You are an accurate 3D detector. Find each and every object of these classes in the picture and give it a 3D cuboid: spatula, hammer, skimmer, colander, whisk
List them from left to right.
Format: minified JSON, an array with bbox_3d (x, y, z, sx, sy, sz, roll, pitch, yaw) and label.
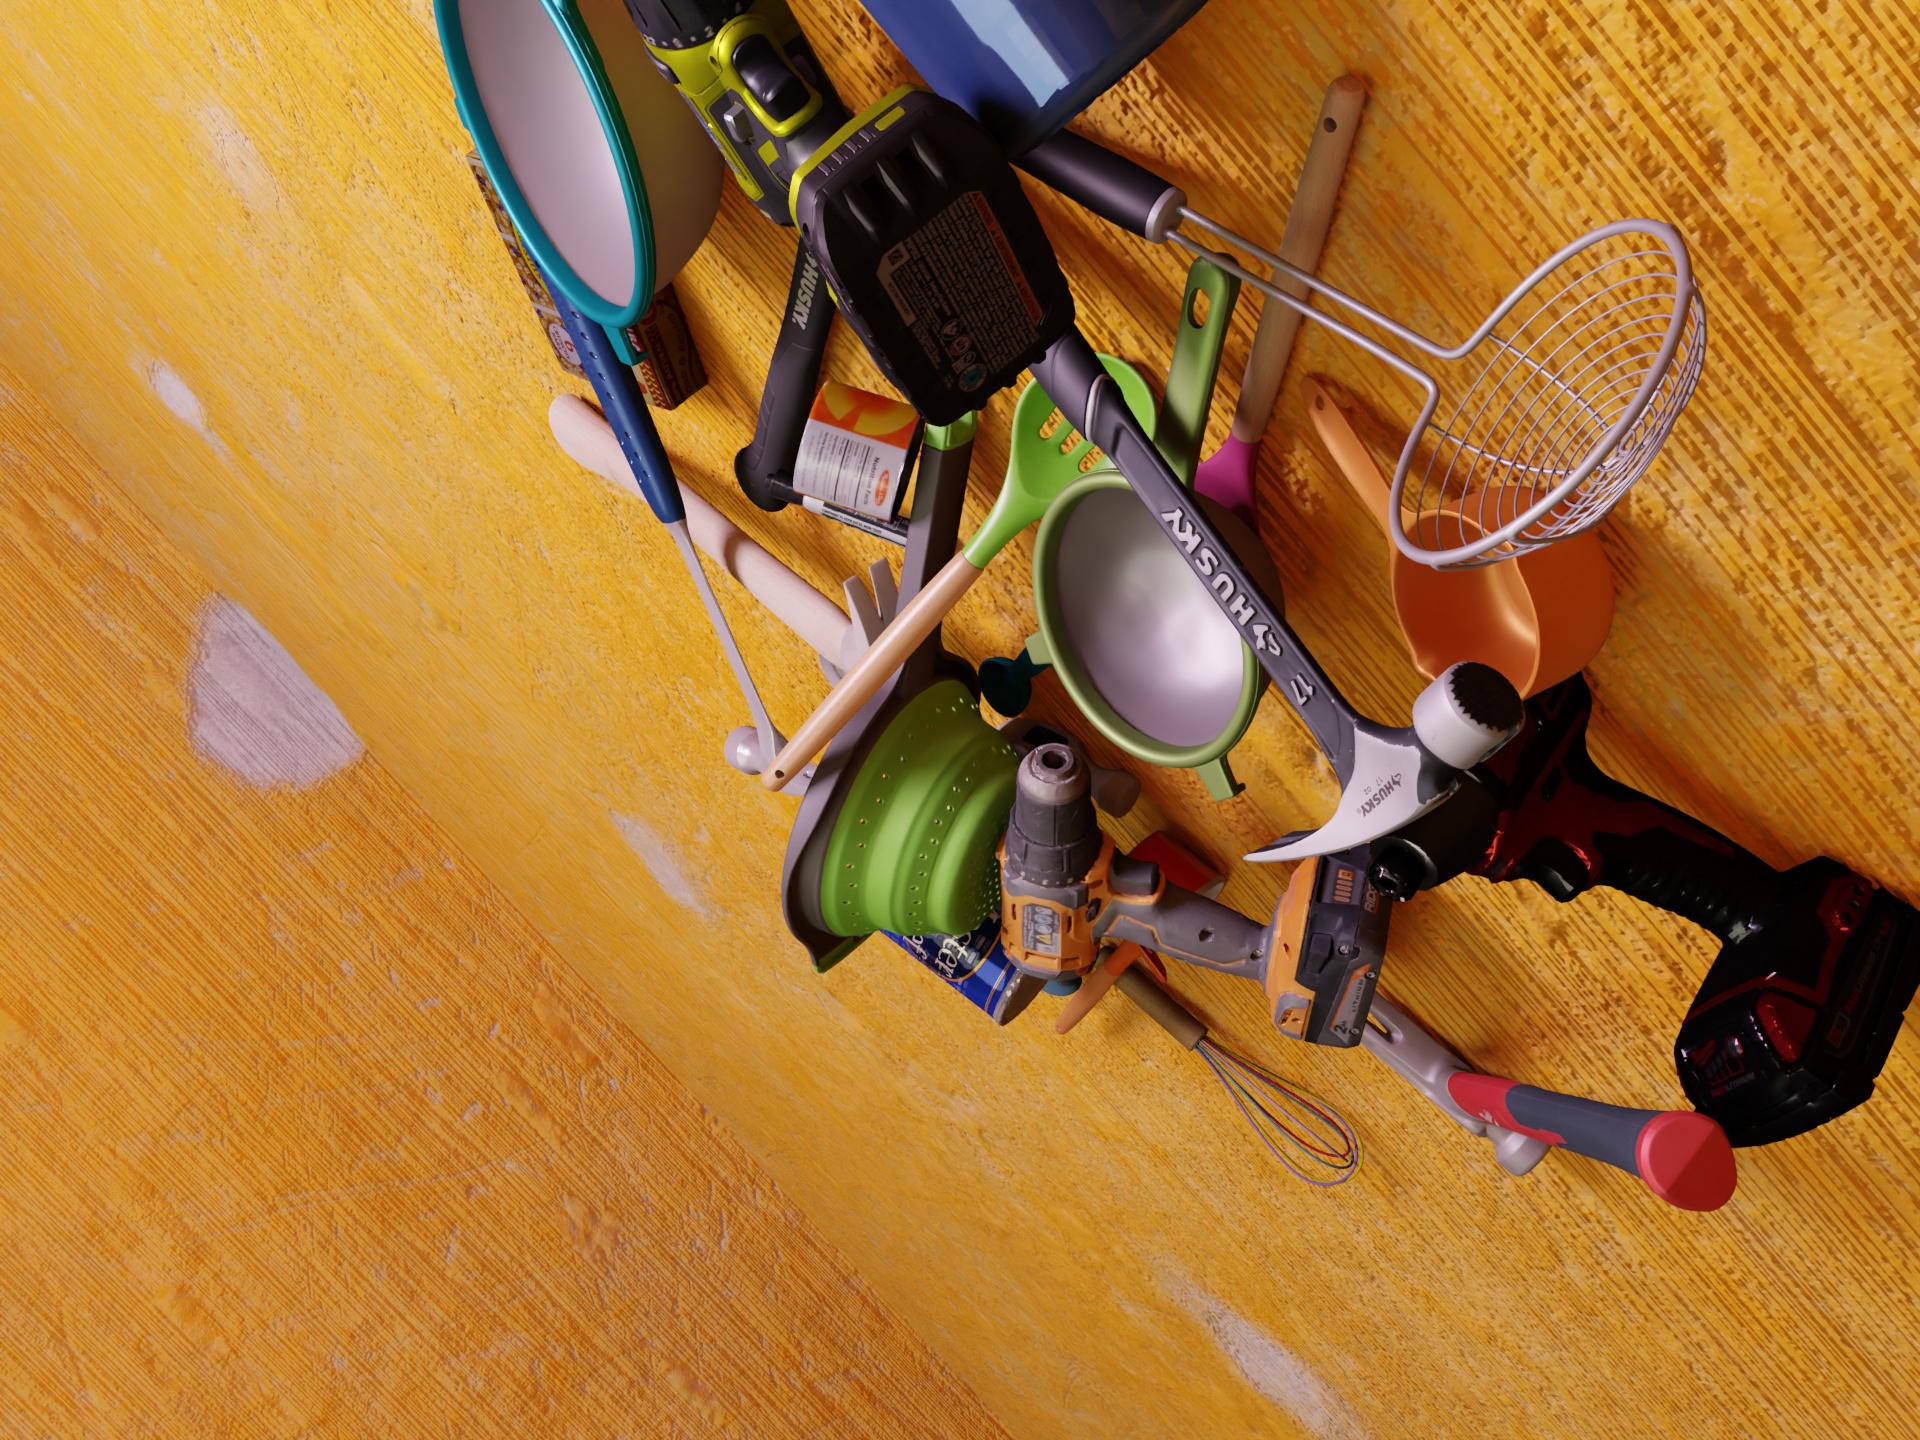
[{"bbox_3d":[-0.180,-0.123,1.038,0.144,0.035,0.405,20,137,54],"label":"hammer"},{"bbox_3d":[-0.171,-0.136,1.091,0.411,0.038,0.146,39,151,34],"label":"hammer"},{"bbox_3d":[-0.089,-0.215,0.929,0.146,0.035,0.334,44,154,6],"label":"hammer"},{"bbox_3d":[-0.001,-0.003,0.941,0.094,0.204,0.396,25,124,21],"label":"colander"},{"bbox_3d":[0.069,0.113,1.168,0.128,0.033,0.330,31,151,25],"label":"hammer"},{"bbox_3d":[0.100,0.191,1.169,0.081,0.041,0.322,54,159,16],"label":"spatula"},{"bbox_3d":[0.072,-0.118,0.699,0.409,0.036,0.149,57,145,18],"label":"hammer"},{"bbox_3d":[0.196,0.248,1.177,0.245,0.051,0.047,40,133,21],"label":"whisk"},{"bbox_3d":[0.106,-0.177,0.591,0.364,0.127,0.090,42,-164,34],"label":"skimmer"},{"bbox_3d":[0.283,0.190,0.806,0.143,0.038,0.386,40,175,10],"label":"hammer"}]

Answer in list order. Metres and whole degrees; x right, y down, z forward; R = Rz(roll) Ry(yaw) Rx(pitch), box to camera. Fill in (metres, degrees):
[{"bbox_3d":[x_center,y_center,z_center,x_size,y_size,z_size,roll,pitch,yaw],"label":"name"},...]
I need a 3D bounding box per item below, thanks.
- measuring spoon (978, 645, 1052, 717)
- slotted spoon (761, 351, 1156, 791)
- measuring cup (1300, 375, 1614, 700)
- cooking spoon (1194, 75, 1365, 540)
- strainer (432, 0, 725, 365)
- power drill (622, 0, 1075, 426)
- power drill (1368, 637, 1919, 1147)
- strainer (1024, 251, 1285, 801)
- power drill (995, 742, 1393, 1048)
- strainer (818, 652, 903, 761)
[{"bbox_3d":[0.051,-0.041,1.000,0.042,0.021,0.128,57,145,5],"label":"measuring spoon"},{"bbox_3d":[-0.011,-0.069,0.839,0.070,0.031,0.313,41,114,-4],"label":"slotted spoon"},{"bbox_3d":[0.208,-0.087,0.675,0.174,0.052,0.095,62,160,23],"label":"measuring cup"},{"bbox_3d":[0.135,-0.148,0.716,0.069,0.017,0.318,41,154,20],"label":"cooking spoon"},{"bbox_3d":[-0.168,-0.344,0.777,0.211,0.095,0.340,56,156,8],"label":"strainer"},{"bbox_3d":[-0.061,-0.241,0.641,0.229,0.080,0.190,53,-178,31],"label":"power drill"},{"bbox_3d":[0.281,0.072,0.679,0.220,0.143,0.078,38,150,10],"label":"power drill"},{"bbox_3d":[0.113,-0.099,0.747,0.152,0.069,0.256,39,138,35],"label":"strainer"},{"bbox_3d":[0.130,0.097,0.916,0.226,0.084,0.185,11,139,13],"label":"power drill"},{"bbox_3d":[-0.047,0.019,1.170,0.087,0.050,0.258,19,139,35],"label":"strainer"}]
